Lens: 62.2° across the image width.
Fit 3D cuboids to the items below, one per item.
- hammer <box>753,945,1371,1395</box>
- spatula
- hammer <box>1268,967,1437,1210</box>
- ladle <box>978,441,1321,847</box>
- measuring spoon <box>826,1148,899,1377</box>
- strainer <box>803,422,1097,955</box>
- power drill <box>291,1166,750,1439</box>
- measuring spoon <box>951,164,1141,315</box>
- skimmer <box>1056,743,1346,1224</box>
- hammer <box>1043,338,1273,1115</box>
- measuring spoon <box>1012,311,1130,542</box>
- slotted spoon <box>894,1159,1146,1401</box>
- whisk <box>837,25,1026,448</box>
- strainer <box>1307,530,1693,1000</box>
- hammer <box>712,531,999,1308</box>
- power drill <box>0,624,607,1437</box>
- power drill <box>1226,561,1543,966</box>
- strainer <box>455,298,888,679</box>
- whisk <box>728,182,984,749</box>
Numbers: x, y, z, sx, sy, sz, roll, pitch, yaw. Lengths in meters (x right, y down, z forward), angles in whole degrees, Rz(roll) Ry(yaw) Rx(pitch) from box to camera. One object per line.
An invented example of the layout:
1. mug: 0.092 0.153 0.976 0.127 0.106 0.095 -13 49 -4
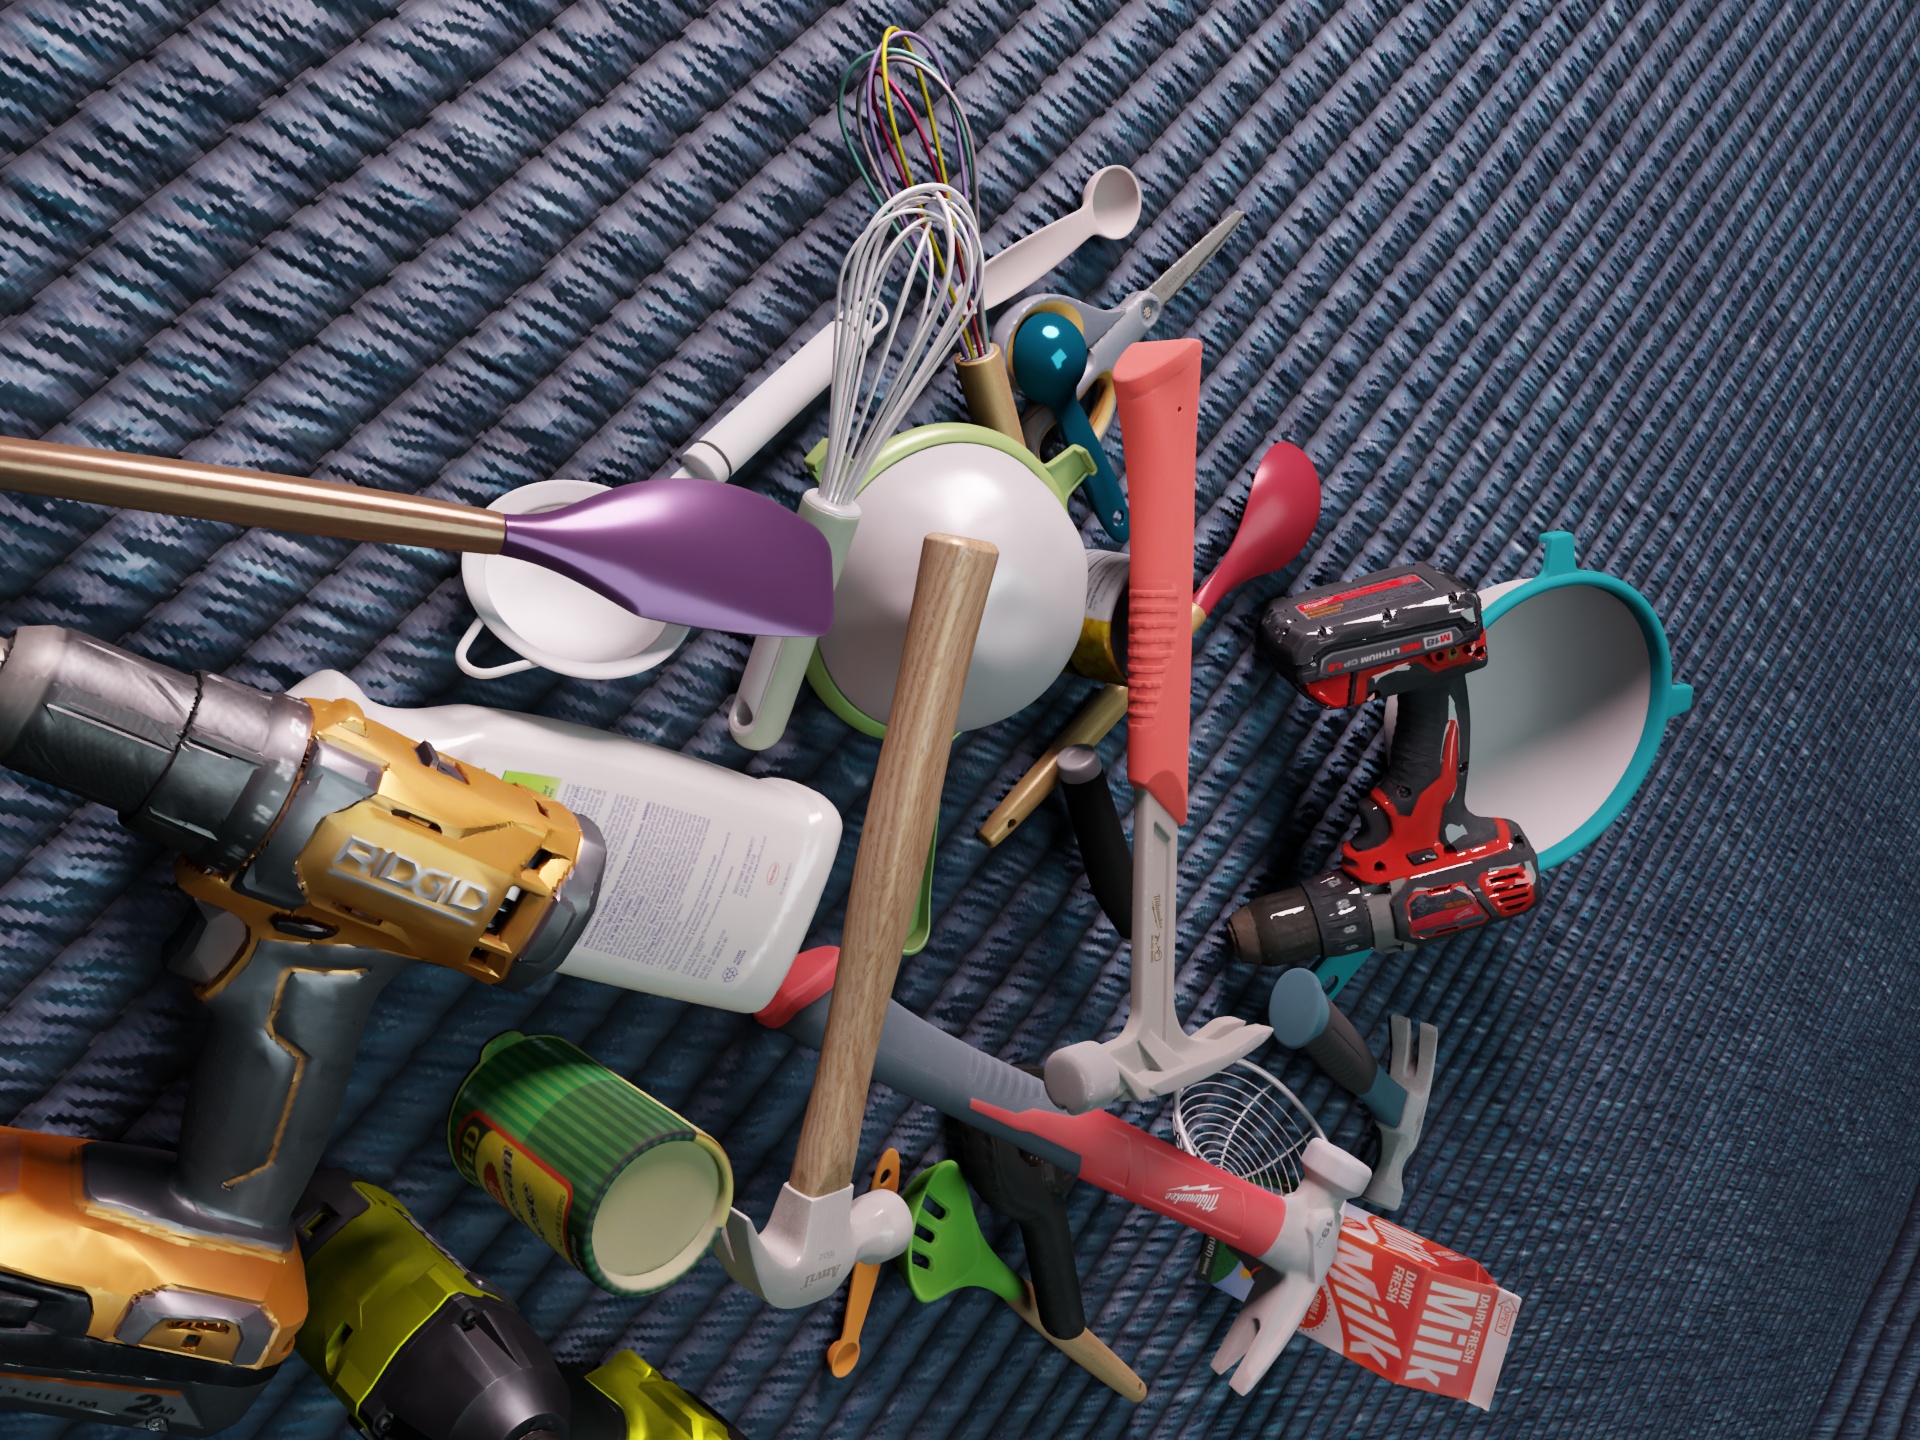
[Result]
1. hammer: 0.050 0.223 0.801 0.386 0.038 0.143 32 85 -29
2. spatula: -0.181 -0.069 0.537 0.315 0.018 0.060 4 75 -34
3. hammer: 0.257 0.227 1.031 0.330 0.033 0.128 44 62 -54
4. ladle: 0.112 -0.044 0.866 0.315 0.031 0.069 -46 129 -23
5. measuring spoon: -0.050 0.274 0.806 0.021 0.011 0.117 16 86 -51
6. strainer: -0.001 -0.002 0.722 0.151 0.069 0.256 -5 110 -33
7. power drill: -0.151 0.268 0.592 0.080 0.171 0.223 -51 134 -22
8. measuring spoon: 0.038 -0.226 0.755 0.124 0.018 0.034 -38 125 -23
9. skimmer: 0.140 0.156 0.891 0.127 0.090 0.363 -79 153 -54
10. hammer: 0.101 0.002 0.764 0.149 0.037 0.359 -8 101 -44
11. measuring spoon: 0.063 -0.138 0.769 0.042 0.021 0.128 -45 126 -25
12. slotted spoon: 0.039 0.330 0.895 0.313 0.031 0.070 52 47 -42
13. whisk: 0.000 -0.181 0.706 0.051 0.047 0.244 -21 125 -4
14. strainer: 0.316 0.042 1.055 0.210 0.095 0.340 39 92 -31
15. hammer: -0.037 0.086 0.659 0.130 0.031 0.331 1 103 -57
16. power drill: -0.240 0.091 0.481 0.185 0.084 0.226 31 94 -35
17. power drill: 0.235 0.038 0.940 0.188 0.080 0.226 -15 109 2
18. strainer: -0.105 -0.094 0.629 0.087 0.050 0.258 40 60 0
19. whisk: -0.049 -0.094 0.638 0.059 0.058 0.246 -1 122 -44
